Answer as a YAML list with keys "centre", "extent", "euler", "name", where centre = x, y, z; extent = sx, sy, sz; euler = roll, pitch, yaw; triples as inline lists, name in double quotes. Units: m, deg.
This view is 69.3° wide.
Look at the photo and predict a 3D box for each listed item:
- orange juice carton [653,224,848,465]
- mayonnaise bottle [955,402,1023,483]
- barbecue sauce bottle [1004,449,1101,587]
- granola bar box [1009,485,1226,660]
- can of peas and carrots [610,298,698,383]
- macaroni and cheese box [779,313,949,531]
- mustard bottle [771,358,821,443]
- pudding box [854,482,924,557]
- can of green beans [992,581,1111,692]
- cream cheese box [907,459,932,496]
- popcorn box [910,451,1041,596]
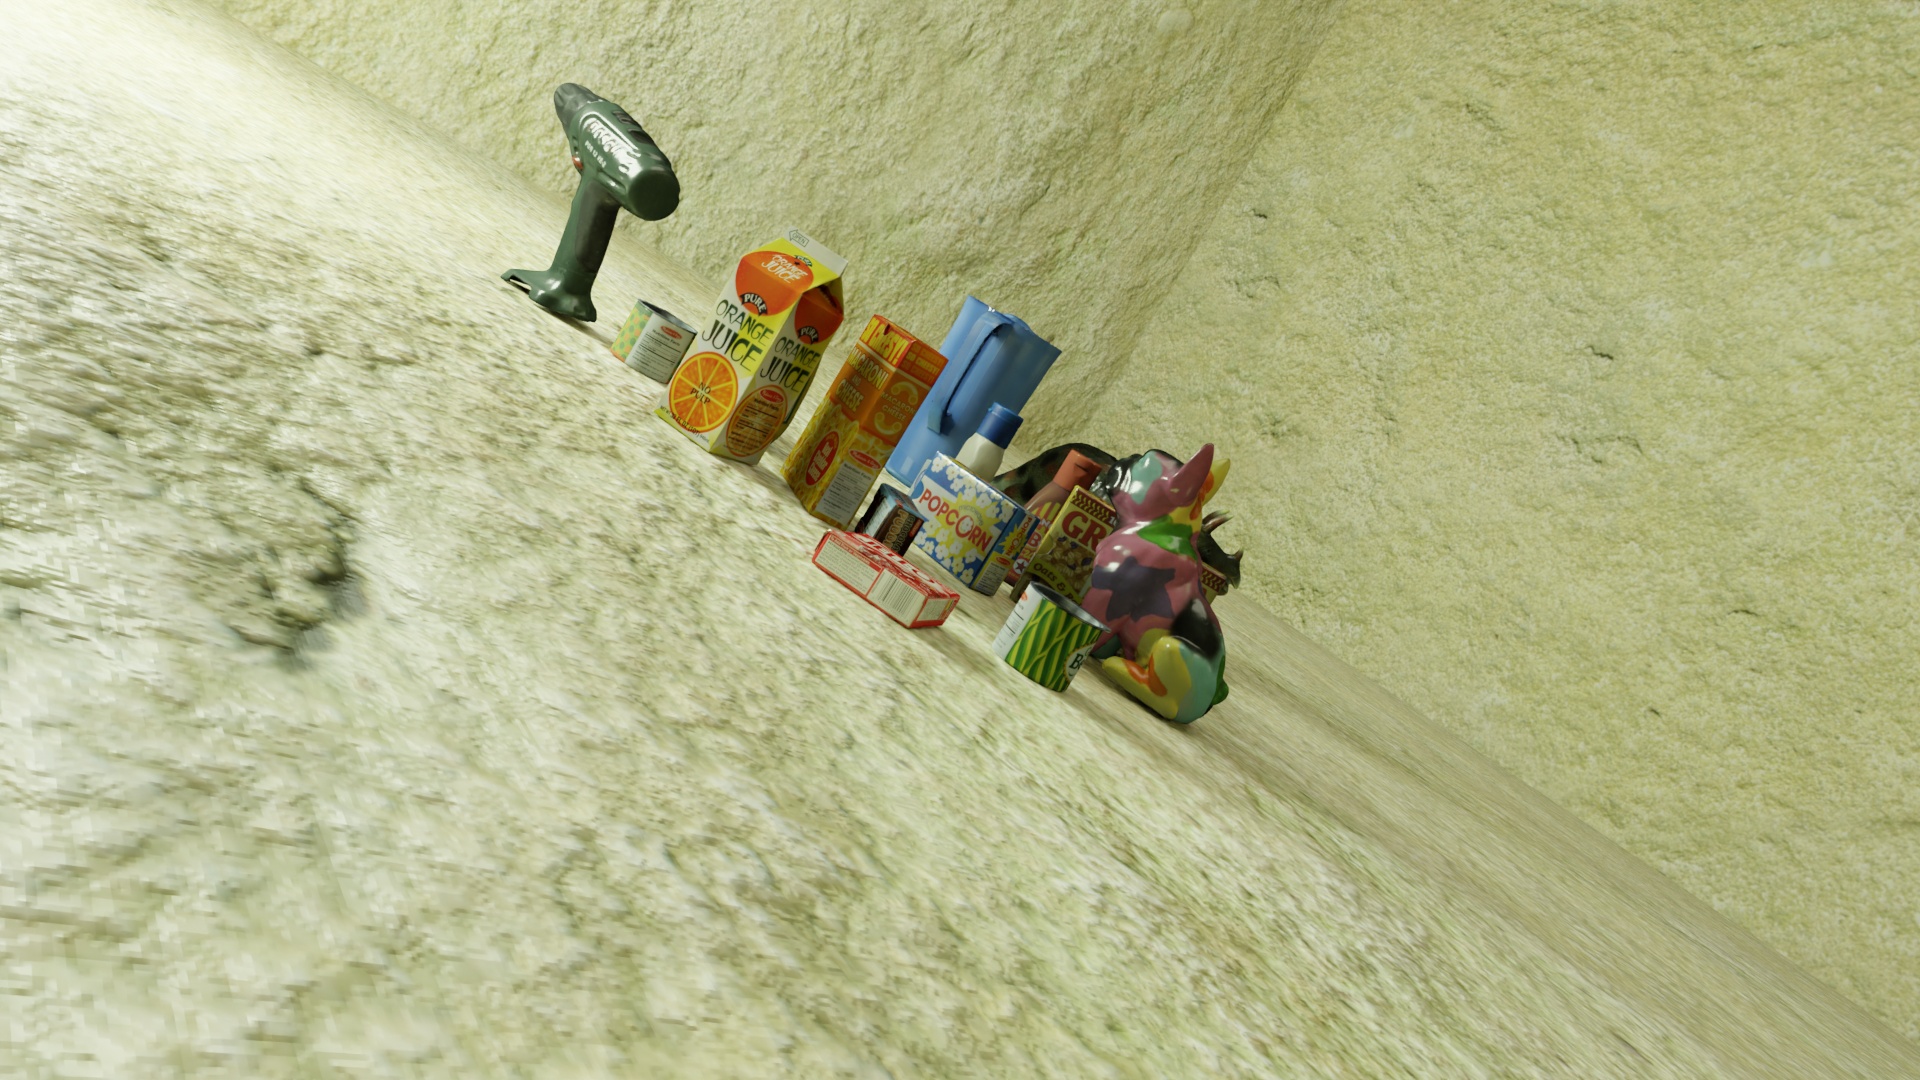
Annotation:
- centre: [-0.166, -0.165, 1.161]
  extent: [0.072, 0.192, 0.073]
  euler: [34, 7, 25]
  name: "orange juice carton"
- centre: [0.013, -0.072, 1.447]
  extent: [0.041, 0.148, 0.065]
  euler: [29, 7, -20]
  name: "mayonnaise bottle"
- centre: [0.089, -0.020, 1.400]
  extent: [0.065, 0.148, 0.044]
  euler: [32, 6, 4]
  name: "barbecue sauce bottle"
- centre: [0.148, 0.043, 1.310]
  extent: [0.165, 0.124, 0.039]
  euler: [31, 6, 2]
  name: "granola bar box"
- centre: [-0.298, -0.193, 1.348]
  extent: [0.071, 0.058, 0.071]
  euler: [31, 7, -4]
  name: "can of peas and carrots"
- centre: [-0.085, -0.104, 1.178]
  extent: [0.040, 0.166, 0.124]
  euler: [28, 7, -26]
  name: "macaroni and cheese box"
- centre: [-0.167, -0.170, 1.321]
  extent: [0.065, 0.160, 0.049]
  euler: [27, 8, -36]
  name: "mustard bottle"
- centre: [-0.059, -0.013, 1.138]
  extent: [0.030, 0.049, 0.084]
  euler: [29, 7, -16]
  name: "pudding box"
- centre: [0.065, 0.072, 1.037]
  extent: [0.071, 0.057, 0.071]
  euler: [31, 7, -4]
  name: "can of green beans"
- centre: [-0.012, -0.052, 1.583]
  extent: [0.024, 0.053, 0.104]
  euler: [37, 9, 40]
  name: "cream cheese box"
- centre: [0.005, -0.016, 1.279]
  extent: [0.038, 0.085, 0.127]
  euler: [24, 10, -47]
  name: "popcorn box"
